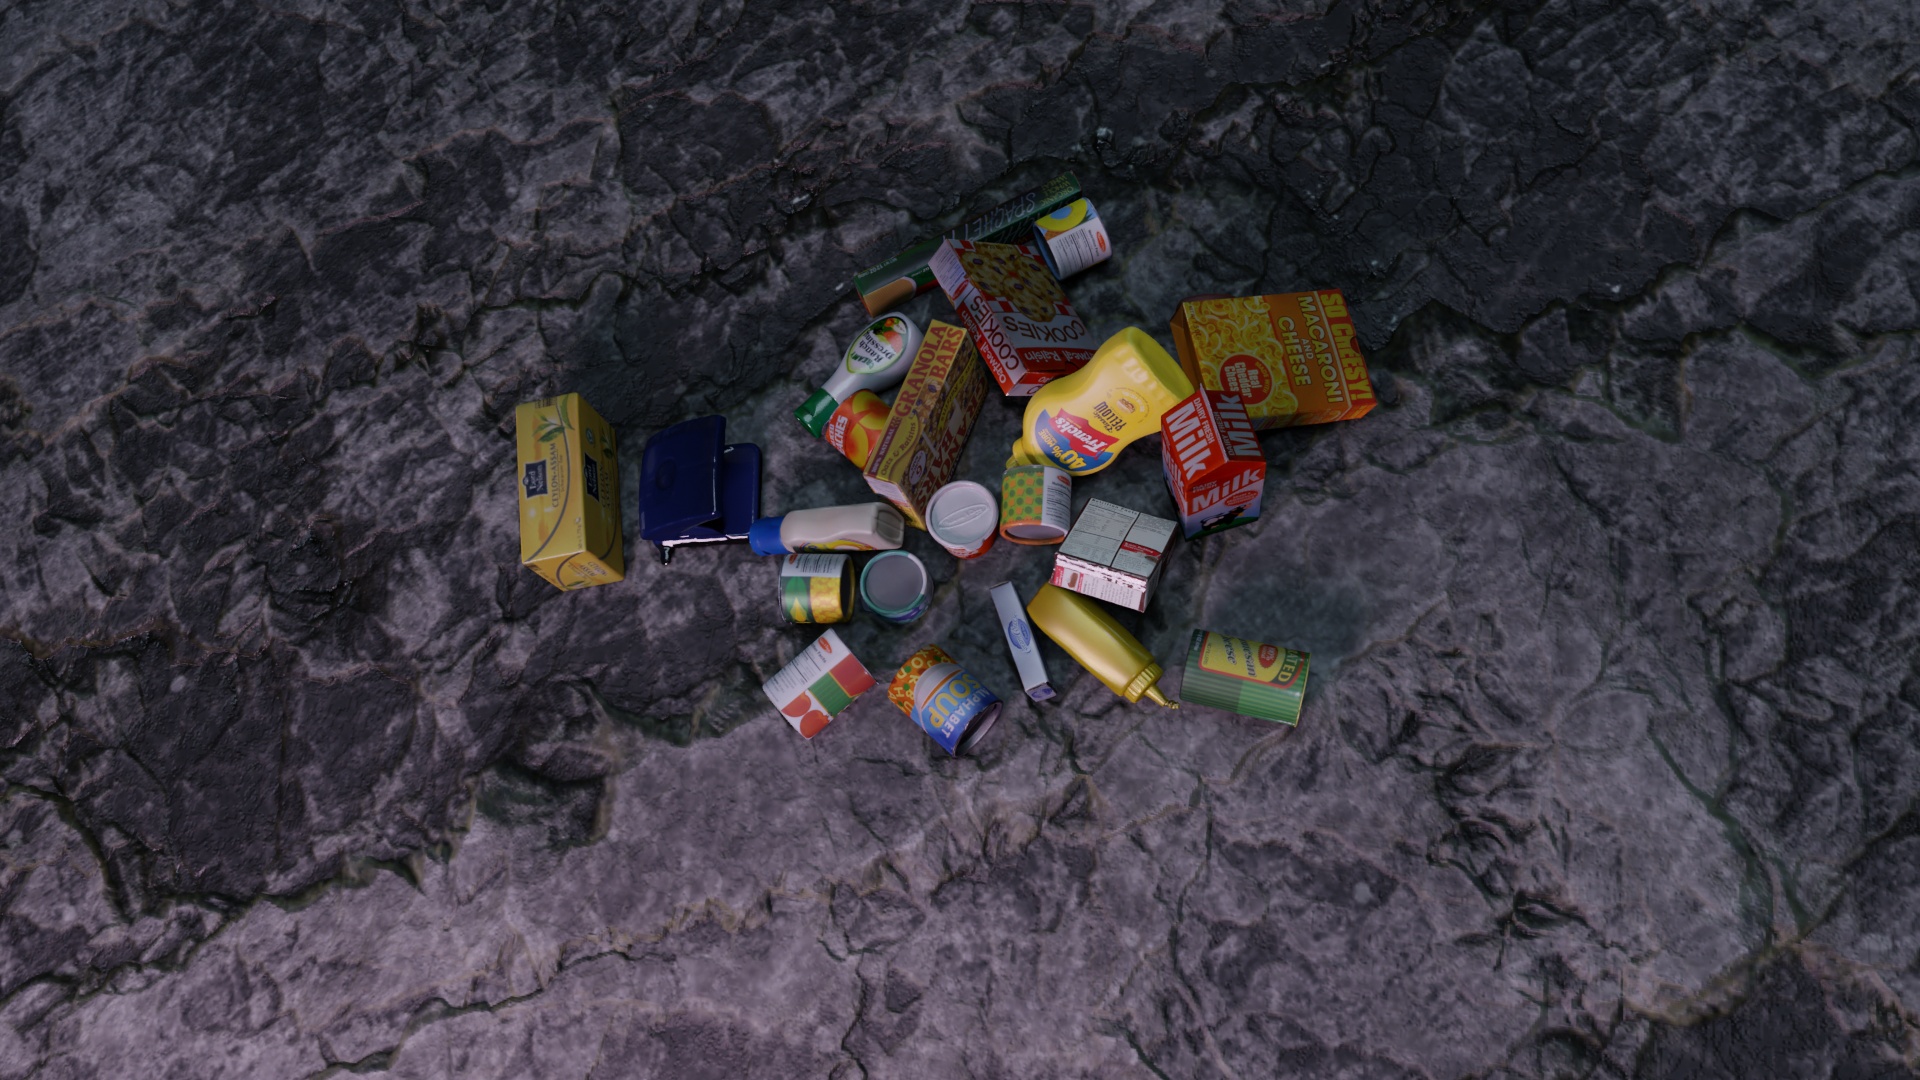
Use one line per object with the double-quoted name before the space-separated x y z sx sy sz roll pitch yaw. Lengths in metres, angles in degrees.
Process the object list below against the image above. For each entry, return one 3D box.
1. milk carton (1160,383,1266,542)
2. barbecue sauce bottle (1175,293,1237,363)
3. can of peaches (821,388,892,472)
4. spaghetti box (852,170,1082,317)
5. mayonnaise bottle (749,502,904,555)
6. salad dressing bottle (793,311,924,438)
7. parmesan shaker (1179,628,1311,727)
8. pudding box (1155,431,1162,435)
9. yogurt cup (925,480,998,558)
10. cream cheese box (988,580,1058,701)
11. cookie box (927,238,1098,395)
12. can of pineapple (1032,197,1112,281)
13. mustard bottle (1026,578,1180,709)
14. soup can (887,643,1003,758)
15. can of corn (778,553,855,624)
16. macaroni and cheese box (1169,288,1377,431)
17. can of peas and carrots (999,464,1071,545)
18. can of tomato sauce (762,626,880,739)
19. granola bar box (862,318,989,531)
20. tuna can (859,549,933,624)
"milk carton" 0.221 -0.069 1.222 0.073 0.190 0.072 -17 69 3
"barbecue sauce bottle" 0.244 -0.162 1.331 0.065 0.043 0.149 -2 70 0
"can of peaches" -0.090 -0.103 1.348 0.058 0.071 0.071 40 81 19
"spaghetti box" 0.010 -0.302 1.415 0.250 0.050 0.029 -26 71 -2
"mayonnaise bottle" -0.130 -0.008 1.312 0.148 0.064 0.041 -5 73 28
"salad dressing bottle" -0.101 -0.164 1.385 0.148 0.044 0.064 -44 66 -8
"parmesan shaker" 0.248 0.121 1.212 0.103 0.071 0.071 12 73 12
"pudding box" 0.177 -0.127 1.325 0.084 0.049 0.030 16 75 14
"yogurt cup" 0.005 -0.016 1.309 0.072 0.053 0.072 -3 70 8
"cream cheese box" 0.058 0.092 1.261 0.024 0.053 0.104 -22 68 6
"cookie box" 0.059 -0.215 1.341 0.040 0.123 0.168 -47 62 38
"can of pineapple" 0.112 -0.302 1.392 0.058 0.071 0.071 -26 69 -1
"mustard bottle" 0.131 0.099 1.242 0.160 0.065 0.048 42 104 17
"soup can" -0.014 0.142 1.244 0.084 0.071 0.071 39 80 19
"can of corn" -0.133 0.047 1.302 0.058 0.071 0.071 0 70 8
"macaroni and cheese box" 0.292 -0.167 1.296 0.167 0.040 0.124 -8 72 -14
"can of peas and carrots" 0.069 -0.032 1.300 0.071 0.070 0.059 0 71 9
"can of tomato sauce" -0.127 0.132 1.270 0.083 0.071 0.071 -40 69 -6
"granola bar box" -0.028 -0.106 1.309 0.039 0.124 0.166 18 74 17
"tuna can" -0.063 0.044 1.308 0.071 0.032 0.071 -3 70 7
